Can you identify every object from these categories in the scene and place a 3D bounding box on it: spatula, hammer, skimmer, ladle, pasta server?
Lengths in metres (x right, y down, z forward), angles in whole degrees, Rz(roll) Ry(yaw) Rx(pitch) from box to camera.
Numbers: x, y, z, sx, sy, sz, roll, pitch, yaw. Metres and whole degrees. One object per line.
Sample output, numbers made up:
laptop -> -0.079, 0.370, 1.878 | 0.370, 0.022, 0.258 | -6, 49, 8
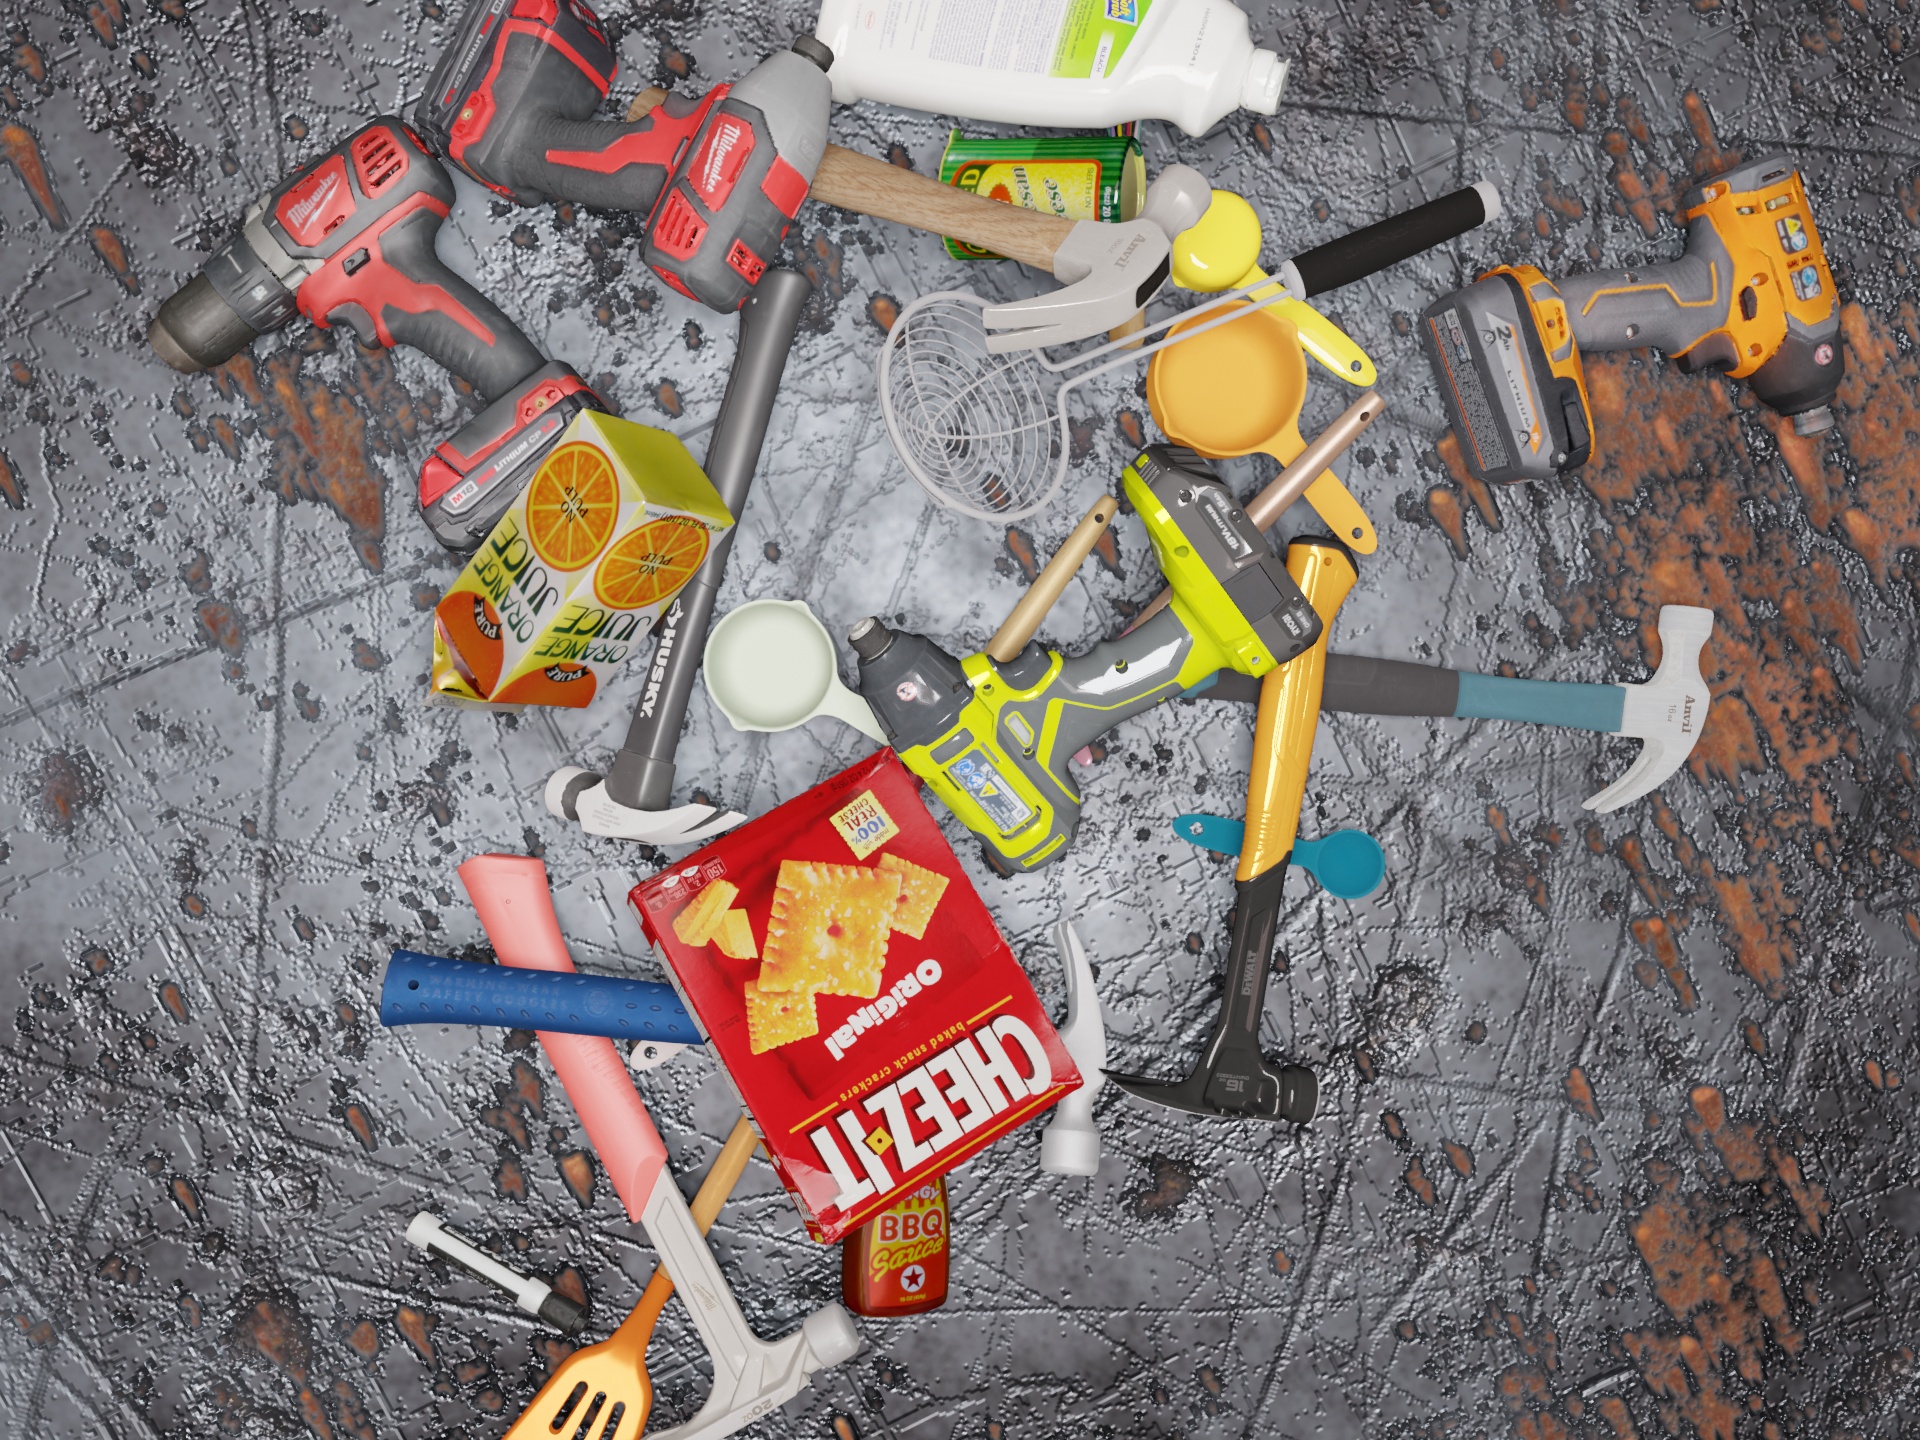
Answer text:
spatula -> -0.163, 0.312, 0.946 | 0.081, 0.041, 0.322 | 29, 91, -1
hammer -> -0.205, 0.242, 0.921 | 0.149, 0.036, 0.359 | -28, 89, -3
hammer -> -0.114, 0.166, 0.901 | 0.405, 0.035, 0.144 | 8, 73, -9
hammer -> 0.170, 0.060, 0.910 | 0.127, 0.034, 0.337 | 10, 91, -14
hammer -> 0.281, -0.019, 0.951 | 0.331, 0.033, 0.128 | 5, 93, -3
hammer -> -0.044, -0.280, 0.844 | 0.331, 0.031, 0.130 | 24, 66, 22
skimmer -> 0.129, -0.216, 0.847 | 0.363, 0.090, 0.127 | -23, 94, -1
ladle -> -0.001, -0.003, 0.941 | 0.069, 0.031, 0.315 | 36, 90, -4
pasta server -> 0.124, -0.066, 0.907 | 0.060, 0.040, 0.316 | 39, 105, -21
hammer -> -0.141, -0.092, 0.893 | 0.035, 0.146, 0.335 | 19, 84, -46

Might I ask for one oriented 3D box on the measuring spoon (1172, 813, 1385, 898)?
measuring spoon -> 0.192, 0.076, 0.964 | 0.128, 0.021, 0.042 | 13, 93, 5

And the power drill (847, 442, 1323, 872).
power drill -> 0.064, -0.039, 0.856 | 0.223, 0.080, 0.171 | -37, 114, 9

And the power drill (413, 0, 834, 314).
power drill -> -0.169, -0.316, 0.837 | 0.220, 0.078, 0.143 | 30, 93, 24

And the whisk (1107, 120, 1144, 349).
whisk -> 0.092, -0.339, 0.914 | 0.051, 0.047, 0.245 | -2, 97, -4

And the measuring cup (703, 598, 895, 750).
measuring cup -> -0.069, -0.012, 0.928 | 0.167, 0.038, 0.083 | 27, 92, -3

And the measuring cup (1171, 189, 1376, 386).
measuring cup -> 0.186, -0.250, 0.930 | 0.156, 0.029, 0.062 | 39, 91, -3

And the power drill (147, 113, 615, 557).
power drill -> -0.320, -0.197, 0.887 | 0.188, 0.080, 0.226 | -38, 92, 0

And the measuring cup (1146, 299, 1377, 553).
measuring cup -> 0.179, -0.164, 0.927 | 0.095, 0.052, 0.173 | -41, 97, 0

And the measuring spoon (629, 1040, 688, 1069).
measuring spoon -> -0.147, 0.171, 0.948 | 0.124, 0.018, 0.034 | -37, 95, 1

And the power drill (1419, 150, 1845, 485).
power drill -> 0.401, -0.214, 0.921 | 0.226, 0.084, 0.164 | -22, 95, -5
